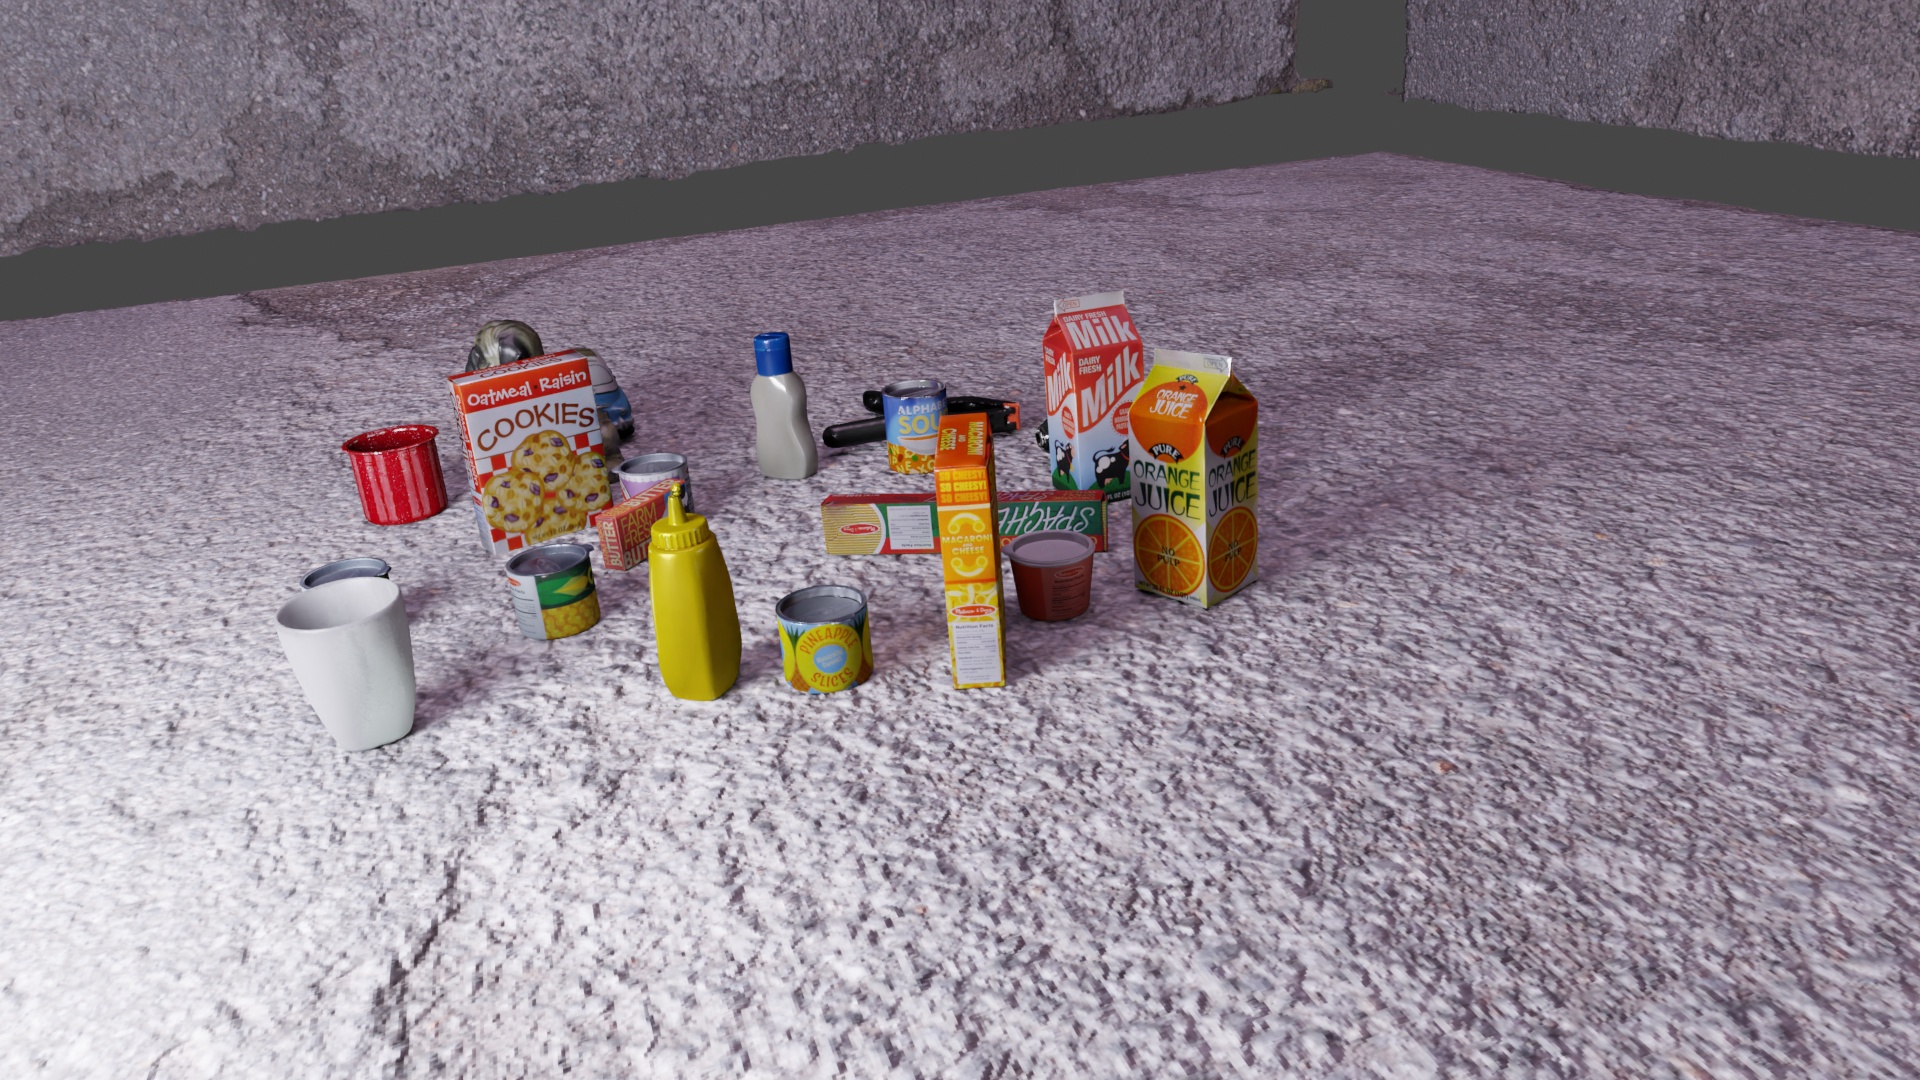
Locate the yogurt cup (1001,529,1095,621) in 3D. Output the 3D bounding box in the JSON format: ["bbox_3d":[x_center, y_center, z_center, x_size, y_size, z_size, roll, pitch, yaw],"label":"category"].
[{"bbox_3d":[0.072,0.028,1.082,0.072,0.053,0.072,-4,22,2],"label":"yogurt cup"}]

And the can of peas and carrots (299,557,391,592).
[{"bbox_3d":[-0.493,0.052,1.131,0.071,0.058,0.071,-4,22,2],"label":"can of peas and carrots"}]

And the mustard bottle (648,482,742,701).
[{"bbox_3d":[-0.191,0.033,0.982,0.049,0.159,0.065,1,22,15],"label":"mustard bottle"}]

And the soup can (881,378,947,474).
[{"bbox_3d":[-0.043,-0.117,1.427,0.071,0.083,0.071,-4,22,2],"label":"soup can"}]

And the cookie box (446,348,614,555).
[{"bbox_3d":[-0.402,-0.085,1.308,0.123,0.166,0.040,-19,26,-32],"label":"cookie box"}]

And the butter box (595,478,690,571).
[{"bbox_3d":[-0.286,-0.015,1.264,0.024,0.053,0.104,7,24,27],"label":"butter box"}]

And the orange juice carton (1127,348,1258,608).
[{"bbox_3d":[0.181,-0.053,1.075,0.072,0.191,0.073,16,29,42],"label":"orange juice carton"}]

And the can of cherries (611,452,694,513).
[{"bbox_3d":[-0.295,-0.047,1.339,0.071,0.058,0.072,-4,22,2],"label":"can of cherries"}]

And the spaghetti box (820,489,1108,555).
[{"bbox_3d":[0.004,-0.015,1.209,0.250,0.050,0.029,-1,22,10],"label":"spaghetti box"}]

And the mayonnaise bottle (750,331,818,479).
[{"bbox_3d":[-0.184,-0.138,1.421,0.065,0.147,0.041,7,24,28],"label":"mayonnaise bottle"}]

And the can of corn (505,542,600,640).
[{"bbox_3d":[-0.327,0.040,1.127,0.071,0.058,0.071,-4,22,2],"label":"can of corn"}]

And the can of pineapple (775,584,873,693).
[{"bbox_3d":[-0.097,0.072,1.003,0.071,0.057,0.071,-4,22,2],"label":"can of pineapple"}]

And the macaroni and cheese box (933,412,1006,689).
[{"bbox_3d":[0.009,0.005,1.002,0.040,0.165,0.124,-4,21,3],"label":"macaroni and cheese box"}]

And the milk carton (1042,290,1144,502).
[{"bbox_3d":[0.125,-0.135,1.295,0.072,0.189,0.073,-12,22,-17],"label":"milk carton"}]
